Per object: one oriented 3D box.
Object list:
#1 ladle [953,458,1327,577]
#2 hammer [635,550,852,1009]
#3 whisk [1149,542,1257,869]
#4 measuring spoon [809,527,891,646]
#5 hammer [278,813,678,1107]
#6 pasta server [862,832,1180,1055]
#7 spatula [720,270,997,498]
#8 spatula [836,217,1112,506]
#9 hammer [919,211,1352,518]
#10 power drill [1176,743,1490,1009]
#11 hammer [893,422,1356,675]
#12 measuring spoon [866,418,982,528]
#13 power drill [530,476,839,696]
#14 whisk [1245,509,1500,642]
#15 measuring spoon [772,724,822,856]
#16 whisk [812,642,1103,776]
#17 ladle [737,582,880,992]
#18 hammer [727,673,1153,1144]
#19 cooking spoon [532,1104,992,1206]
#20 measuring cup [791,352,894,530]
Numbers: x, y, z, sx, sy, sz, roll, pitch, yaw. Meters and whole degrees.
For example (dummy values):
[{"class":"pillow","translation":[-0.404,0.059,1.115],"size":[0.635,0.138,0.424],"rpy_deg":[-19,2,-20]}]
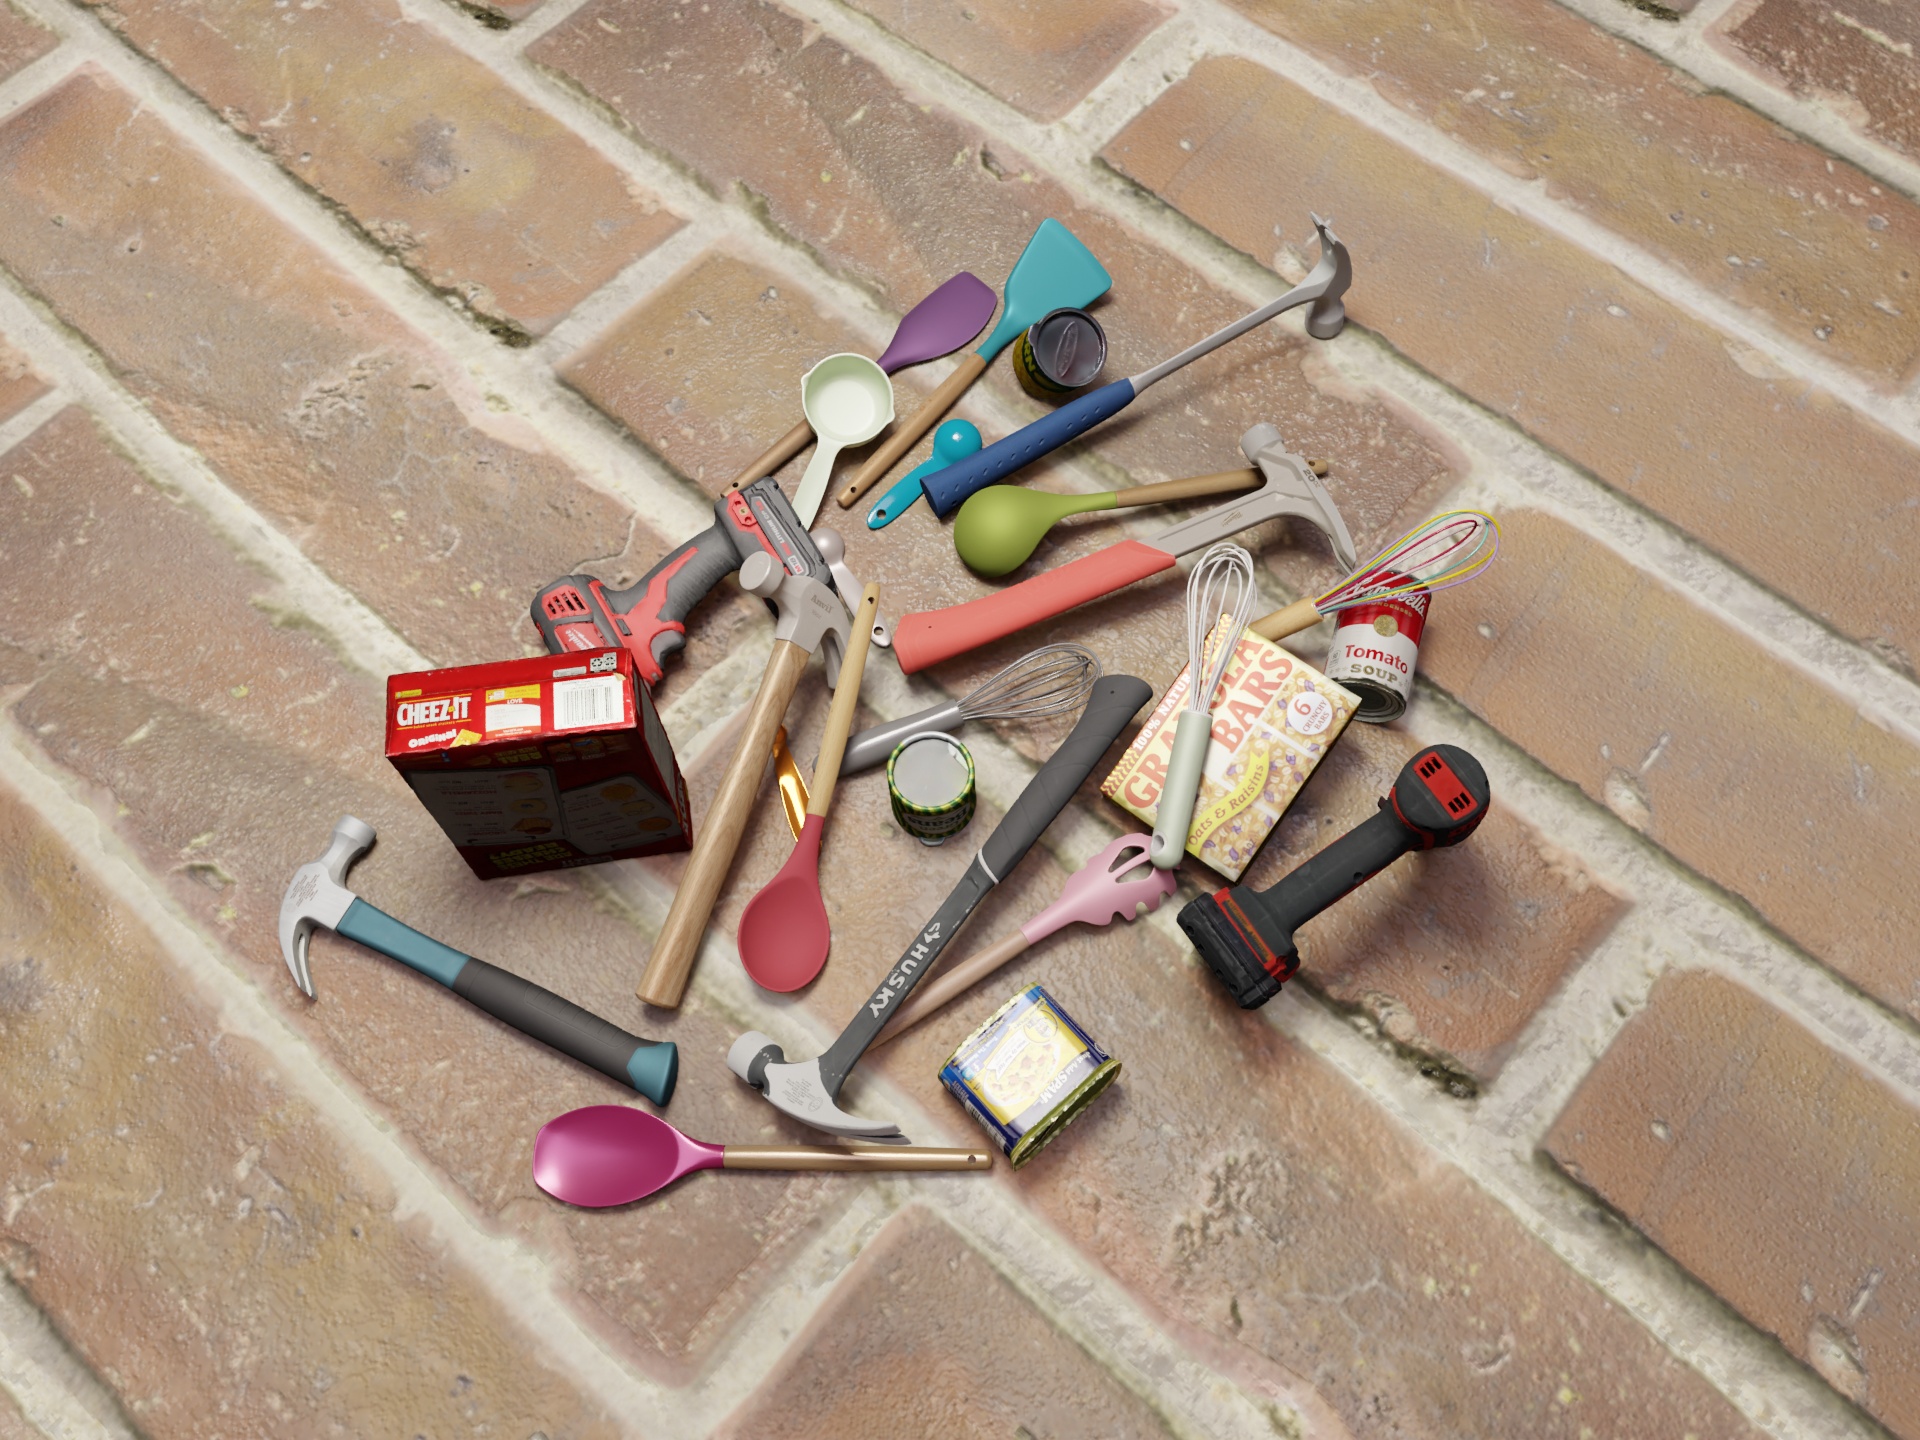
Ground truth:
[{"class":"ladle","translation":[0.150,-0.178,1.312],"size":[0.320,0.062,0.078],"rpy_deg":[-11,59,-11]},{"class":"hammer","translation":[-0.162,0.051,1.171],"size":[0.031,0.129,0.331],"rpy_deg":[11,77,40]},{"class":"whisk","translation":[0.174,-0.011,1.160],"size":[0.059,0.058,0.246],"rpy_deg":[18,82,-34]},{"class":"measuring spoon","translation":[-0.090,-0.110,1.292],"size":[0.034,0.018,0.124],"rpy_deg":[-29,68,-12]},{"class":"hammer","translation":[-0.348,0.188,1.151],"size":[0.331,0.033,0.128],"rpy_deg":[24,67,12]},{"class":"pasta server","translation":[0.024,0.174,1.154],"size":[0.316,0.040,0.060],"rpy_deg":[-32,68,-8]},{"class":"spatula","translation":[-0.086,-0.287,1.375],"size":[0.060,0.018,0.316],"rpy_deg":[43,72,15]},{"class":"spatula","translation":[0.002,-0.297,1.363],"size":[0.082,0.044,0.317],"rpy_deg":[44,73,-10]},{"class":"hammer","translation":[0.149,-0.284,1.320],"size":[0.405,0.144,0.035],"rpy_deg":[-29,67,-5]},{"class":"power drill","translation":[0.270,0.106,1.117],"size":[0.226,0.187,0.080],"rpy_deg":[-37,74,5]},{"class":"hammer","translation":[0.119,-0.110,1.238],"size":[0.359,0.036,0.149],"rpy_deg":[-23,63,-5]},{"class":"measuring spoon","translation":[-0.030,-0.206,1.328],"size":[0.128,0.021,0.042],"rpy_deg":[-45,96,-14]},{"class":"power drill","translation":[-0.212,-0.083,1.250],"size":[0.219,0.078,0.143],"rpy_deg":[-30,76,-8]},{"class":"whisk","translation":[0.288,-0.098,1.201],"size":[0.245,0.047,0.051],"rpy_deg":[-25,58,27]},{"class":"measuring spoon","translation":[-0.128,0.055,1.223],"size":[0.021,0.011,0.117],"rpy_deg":[-18,69,-7]},{"class":"whisk","translation":[-0.002,-0.003,1.228],"size":[0.239,0.055,0.055],"rpy_deg":[-21,66,-3]},{"class":"ladle","translation":[-0.102,0.046,1.182],"size":[0.069,0.031,0.315],"rpy_deg":[17,77,-17]},{"class":"hammer","translation":[0.012,0.121,1.139],"size":[0.149,0.036,0.409],"rpy_deg":[25,67,38]},{"class":"cooking spoon","translation":[-0.137,0.303,1.100],"size":[0.319,0.017,0.069],"rpy_deg":[0,69,2]},{"class":"measuring cup","translation":[-0.112,-0.225,1.333],"size":[0.083,0.038,0.167],"rpy_deg":[22,88,-6]}]
